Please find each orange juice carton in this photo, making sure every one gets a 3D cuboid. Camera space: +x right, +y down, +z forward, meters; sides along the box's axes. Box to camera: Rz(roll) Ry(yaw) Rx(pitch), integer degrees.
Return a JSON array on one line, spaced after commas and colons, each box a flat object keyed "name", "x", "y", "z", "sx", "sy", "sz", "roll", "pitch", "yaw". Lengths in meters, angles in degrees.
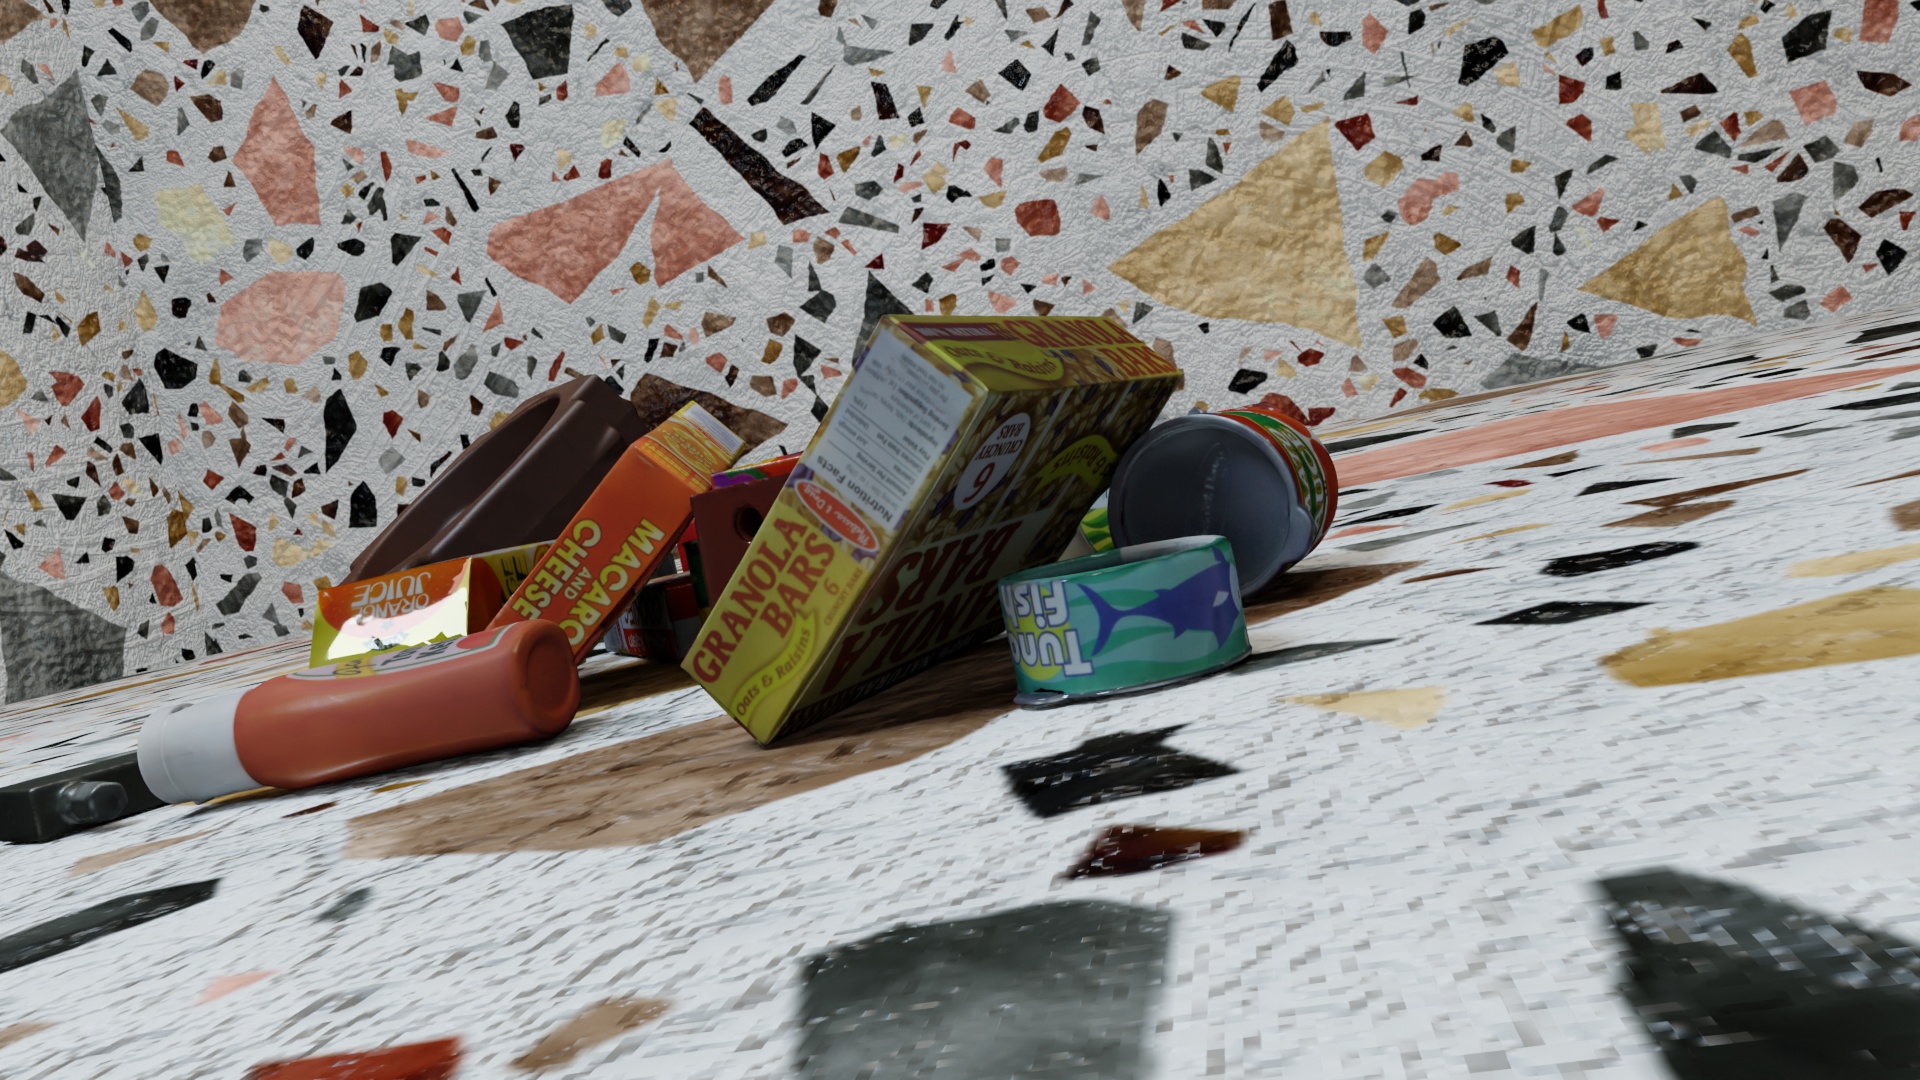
[{"name": "orange juice carton", "x": -0.247, "y": 0.046, "z": 0.676, "sx": 0.072, "sy": 0.073, "sz": 0.193, "roll": -12, "pitch": 3, "yaw": 0}]

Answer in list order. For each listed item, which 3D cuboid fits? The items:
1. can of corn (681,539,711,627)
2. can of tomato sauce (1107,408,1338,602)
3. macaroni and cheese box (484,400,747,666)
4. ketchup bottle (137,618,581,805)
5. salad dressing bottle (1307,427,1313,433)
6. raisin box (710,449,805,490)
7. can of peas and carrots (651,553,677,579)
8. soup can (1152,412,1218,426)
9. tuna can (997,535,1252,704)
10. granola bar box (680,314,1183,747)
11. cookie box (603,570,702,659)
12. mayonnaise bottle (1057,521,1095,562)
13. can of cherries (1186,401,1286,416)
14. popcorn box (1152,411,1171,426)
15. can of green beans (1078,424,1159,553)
[{"name": "can of corn", "x": -0.089, "y": 0.022, "z": 0.636, "sx": 0.071, "sy": 0.058, "sz": 0.071, "roll": -12, "pitch": 3, "yaw": 1}, {"name": "can of tomato sauce", "x": 0.100, "y": -0.014, "z": 0.504, "sx": 0.071, "sy": 0.071, "sz": 0.083, "roll": -11, "pitch": 2, "yaw": 25}, {"name": "macaroni and cheese box", "x": -0.157, "y": 0.002, "z": 0.638, "sx": 0.123, "sy": 0.040, "sz": 0.167, "roll": -50, "pitch": 10, "yaw": 7}, {"name": "ketchup bottle", "x": -0.220, "y": 0.065, "z": 0.507, "sx": 0.149, "sy": 0.043, "sz": 0.065, "roll": -12, "pitch": 3, "yaw": 4}, {"name": "salad dressing bottle", "x": 0.160, "y": -0.037, "z": 0.898, "sx": 0.148, "sy": 0.044, "sz": 0.064, "roll": -14, "pitch": 5, "yaw": -11}, {"name": "raisin box", "x": -0.032, "y": 0.000, "z": 0.569, "sx": 0.123, "sy": 0.086, "sz": 0.040, "roll": -12, "pitch": 4, "yaw": 9}, {"name": "can of peas and carrots", "x": -0.232, "y": 0.030, "z": 0.941, "sx": 0.059, "sy": 0.071, "sz": 0.071, "roll": -12, "pitch": 3, "yaw": 12}, {"name": "soup can", "x": 0.128, "y": -0.039, "z": 0.816, "sx": 0.071, "sy": 0.071, "sz": 0.084, "roll": -10, "pitch": 4, "yaw": 36}, {"name": "tuna can", "x": 0.043, "y": 0.021, "z": 0.383, "sx": 0.071, "sy": 0.033, "sz": 0.071, "roll": -12, "pitch": 3, "yaw": 1}, {"name": "granola bar box", "x": 0.000, "y": -0.011, "z": 0.442, "sx": 0.123, "sy": 0.039, "sz": 0.166, "roll": -57, "pitch": -17, "yaw": 22}, {"name": "cookie box", "x": -0.124, "y": 0.031, "z": 0.775, "sx": 0.123, "sy": 0.040, "sz": 0.167, "roll": -13, "pitch": 3, "yaw": -26}, {"name": "mayonnaise bottle", "x": 0.024, "y": 0.005, "z": 0.663, "sx": 0.148, "sy": 0.041, "sz": 0.064, "roll": -14, "pitch": 2, "yaw": -21}, {"name": "can of cherries", "x": 0.195, "y": -0.064, "z": 0.978, "sx": 0.058, "sy": 0.071, "sz": 0.071, "roll": -13, "pitch": 3, "yaw": -25}, {"name": "popcorn box", "x": 0.088, "y": -0.044, "z": 0.931, "sx": 0.127, "sy": 0.038, "sz": 0.084, "roll": -15, "pitch": -36, "yaw": -50}, {"name": "can of green beans", "x": 0.095, "y": -0.021, "z": 0.636, "sx": 0.071, "sy": 0.071, "sz": 0.057, "roll": -14, "pitch": 4, "yaw": -32}]
